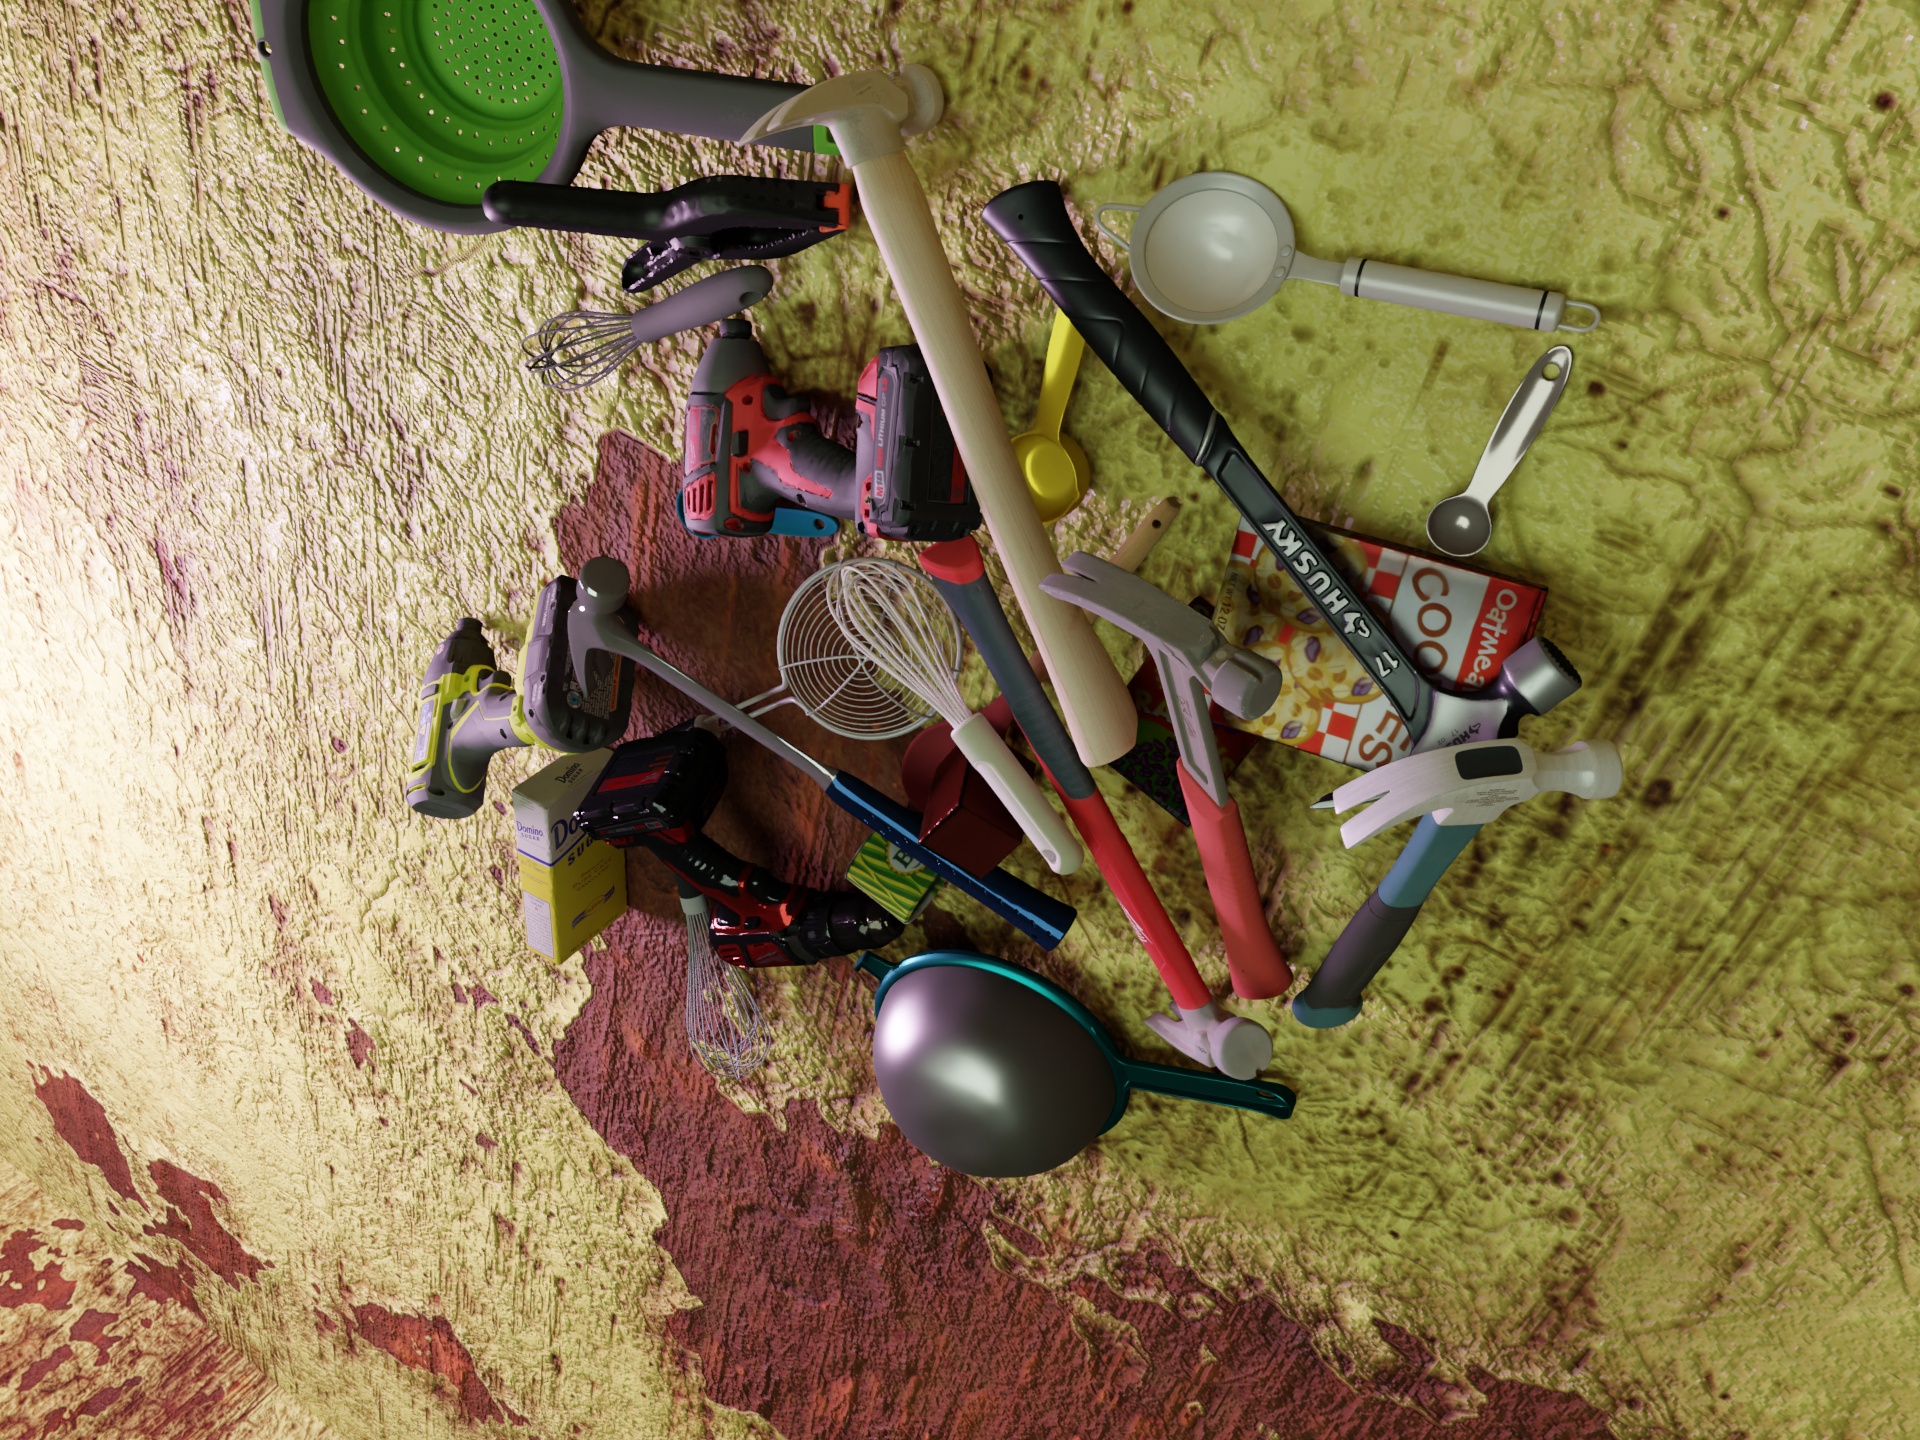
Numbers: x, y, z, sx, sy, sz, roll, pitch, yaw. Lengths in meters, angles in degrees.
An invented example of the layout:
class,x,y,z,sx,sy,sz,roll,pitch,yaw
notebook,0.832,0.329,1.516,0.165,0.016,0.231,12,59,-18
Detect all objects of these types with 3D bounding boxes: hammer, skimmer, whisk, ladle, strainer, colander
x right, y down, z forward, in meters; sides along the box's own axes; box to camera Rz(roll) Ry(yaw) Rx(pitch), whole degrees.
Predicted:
class,x,y,z,sx,sy,sz,roll,pitch,yaw
hammer,-0.099,0.037,1.107,0.405,0.035,0.144,34,149,-2
hammer,0.007,-0.158,0.900,0.038,0.146,0.410,-11,108,40
hammer,0.144,0.055,0.941,0.149,0.037,0.358,35,159,38
skimmer,-0.139,-0.020,1.188,0.363,0.090,0.127,-20,104,52
whisk,-0.218,0.182,1.355,0.070,0.070,0.284,4,114,34
ladle,0.051,-0.037,1.044,0.069,0.031,0.315,36,131,-4
hammer,0.250,0.105,0.910,0.128,0.033,0.330,-2,149,-6
whisk,-0.213,-0.267,1.065,0.239,0.055,0.055,-7,113,39
strainer,0.069,0.281,1.164,0.340,0.095,0.210,3,128,30
hammer,0.076,0.054,1.034,0.386,0.038,0.143,61,167,-9
hammer,0.143,-0.134,0.863,0.149,0.036,0.409,-42,79,26
whisk,-0.002,-0.003,1.009,0.246,0.059,0.057,53,151,6
strainer,0.193,-0.227,0.815,0.258,0.050,0.087,17,82,20
colander,-0.233,-0.404,0.986,0.397,0.095,0.204,11,128,8

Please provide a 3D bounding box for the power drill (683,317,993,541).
class,x,y,z,sx,sy,sz,roll,pitch,yaw
power drill,-0.090,-0.183,1.006,0.220,0.078,0.143,9,99,38

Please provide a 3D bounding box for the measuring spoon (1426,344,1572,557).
class,x,y,z,sx,sy,sz,roll,pitch,yaw
measuring spoon,0.283,-0.140,0.827,0.034,0.018,0.124,31,124,12

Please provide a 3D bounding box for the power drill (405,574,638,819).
class,x,y,z,sx,sy,sz,roll,pitch,yaw
power drill,-0.357,-0.027,1.268,0.223,0.080,0.171,-18,61,39

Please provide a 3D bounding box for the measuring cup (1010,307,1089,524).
class,x,y,z,sx,sy,sz,roll,pitch,yaw
measuring cup,0.062,-0.192,0.945,0.062,0.029,0.156,25,120,23

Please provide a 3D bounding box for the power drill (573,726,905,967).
class,x,y,z,sx,sy,sz,roll,pitch,yaw
power drill,-0.164,0.110,1.223,0.188,0.080,0.226,-10,131,39

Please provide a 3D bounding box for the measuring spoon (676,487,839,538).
class,x,y,z,sx,sy,sz,roll,pitch,yaw
measuring spoon,-0.140,-0.146,1.122,0.129,0.021,0.042,9,122,20
